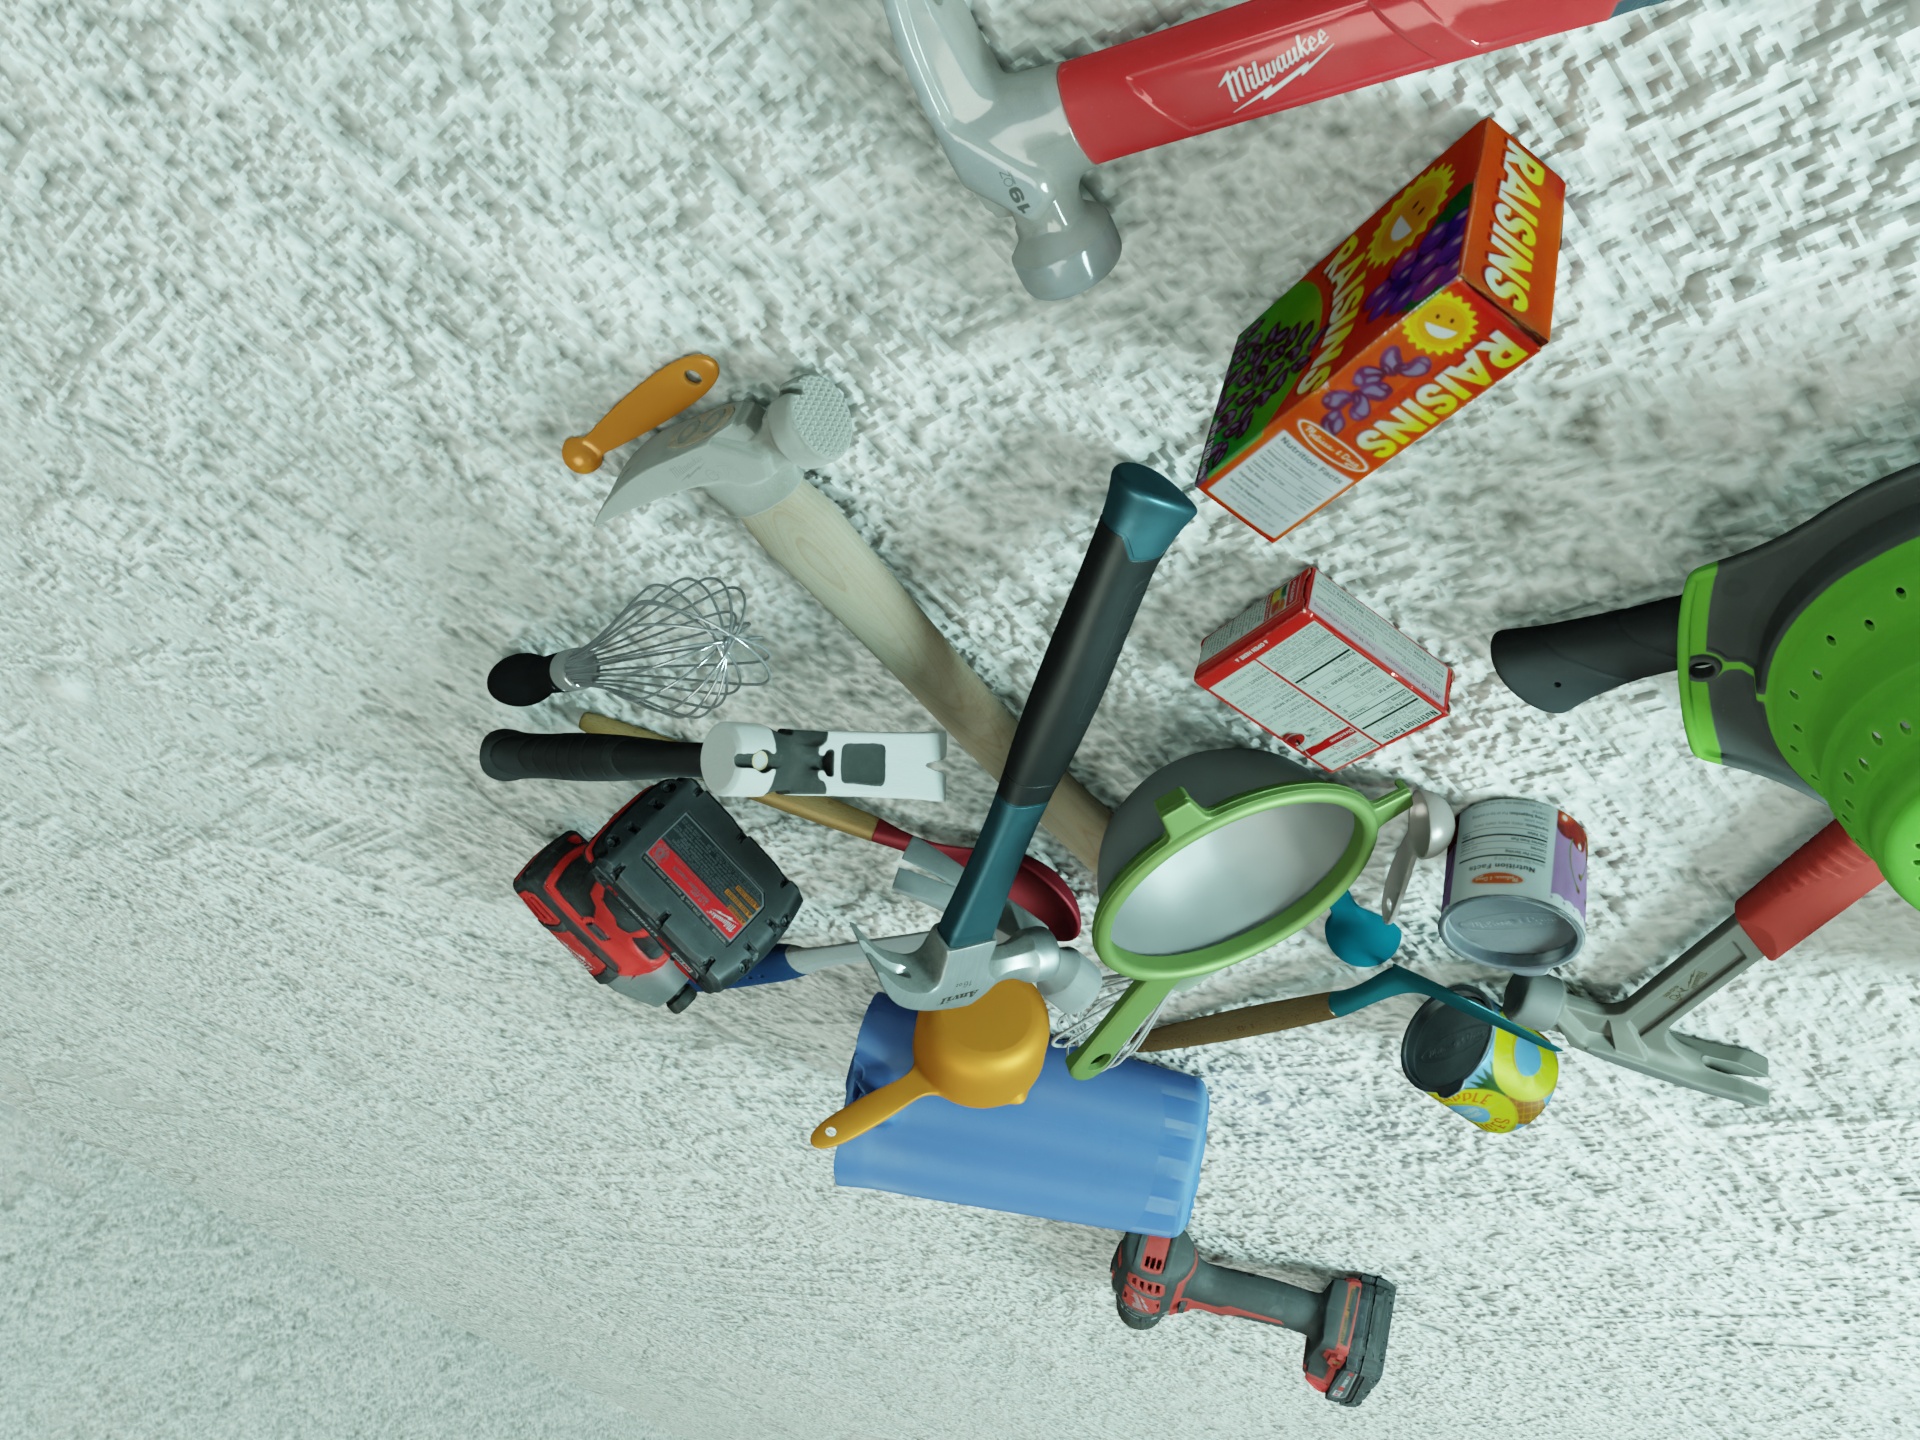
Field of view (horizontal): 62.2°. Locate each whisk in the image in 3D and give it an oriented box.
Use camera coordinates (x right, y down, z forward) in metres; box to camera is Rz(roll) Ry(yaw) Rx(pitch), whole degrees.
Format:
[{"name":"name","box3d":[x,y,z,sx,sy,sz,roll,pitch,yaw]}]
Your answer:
[{"name":"whisk","box3d":[0.126,0.155,0.956,0.059,0.058,0.246,-3,153,-31]},{"name":"whisk","box3d":[-0.183,-0.029,0.805,0.070,0.070,0.285,41,155,-28]}]

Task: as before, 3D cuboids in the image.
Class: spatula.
[{"name":"spatula","box3d":[0.200,0.180,0.935,0.082,0.044,0.317,28,150,-23]}]

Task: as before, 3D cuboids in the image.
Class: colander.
[{"name":"colander","box3d":[0.439,0.011,0.494,0.397,0.095,0.204,0,138,27]}]

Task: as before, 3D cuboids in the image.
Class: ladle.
[{"name":"ladle","box3d":[-0.074,0.056,0.927,0.315,0.031,0.069,21,146,1]}]

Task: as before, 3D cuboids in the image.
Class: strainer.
[{"name":"strainer","box3d":[0.105,0.095,0.821,0.151,0.069,0.256,-1,139,-30]}]

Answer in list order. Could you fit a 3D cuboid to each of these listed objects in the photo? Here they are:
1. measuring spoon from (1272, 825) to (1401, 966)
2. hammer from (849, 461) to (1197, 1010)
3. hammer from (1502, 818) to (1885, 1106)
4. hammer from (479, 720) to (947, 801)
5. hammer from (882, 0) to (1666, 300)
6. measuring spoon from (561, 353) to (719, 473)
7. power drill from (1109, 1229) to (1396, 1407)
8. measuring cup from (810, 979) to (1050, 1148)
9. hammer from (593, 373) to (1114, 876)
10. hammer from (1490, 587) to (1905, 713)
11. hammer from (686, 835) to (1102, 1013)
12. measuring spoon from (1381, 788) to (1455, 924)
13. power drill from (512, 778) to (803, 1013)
[{"name":"measuring spoon","box3d":[0.199,0.099,0.858,0.042,0.021,0.128,-11,137,36]},{"name":"hammer","box3d":[0.035,0.023,0.740,0.128,0.033,0.330,-9,137,-32]},{"name":"hammer","box3d":[0.396,0.084,0.733,0.149,0.037,0.358,18,146,2]},{"name":"hammer","box3d":[-0.152,0.020,0.829,0.146,0.035,0.335,4,177,-43]},{"name":"hammer","box3d":[0.160,-0.219,0.431,0.386,0.038,0.143,-5,137,31]},{"name":"measuring spoon","box3d":[-0.145,-0.135,0.712,0.117,0.011,0.021,-21,129,43]},{"name":"power drill","box3d":[0.235,0.498,1.342,0.227,0.080,0.187,15,145,11]},{"name":"measuring cup","box3d":[-0.020,0.215,1.006,0.095,0.173,0.052,49,149,28]},{"name":"hammer","box3d":[-0.001,-0.003,0.804,0.146,0.038,0.410,-13,135,39]},{"name":"hammer","box3d":[0.384,-0.060,0.544,0.409,0.036,0.149,-13,133,38]},{"name":"hammer","box3d":[-0.101,0.150,1.029,0.405,0.035,0.144,-15,133,46]},{"name":"measuring spoon","box3d":[0.232,0.073,0.807,0.018,0.034,0.124,-4,148,1]},{"name":"power drill","box3d":[-0.192,0.120,0.991,0.143,0.078,0.219,48,149,-9]}]
